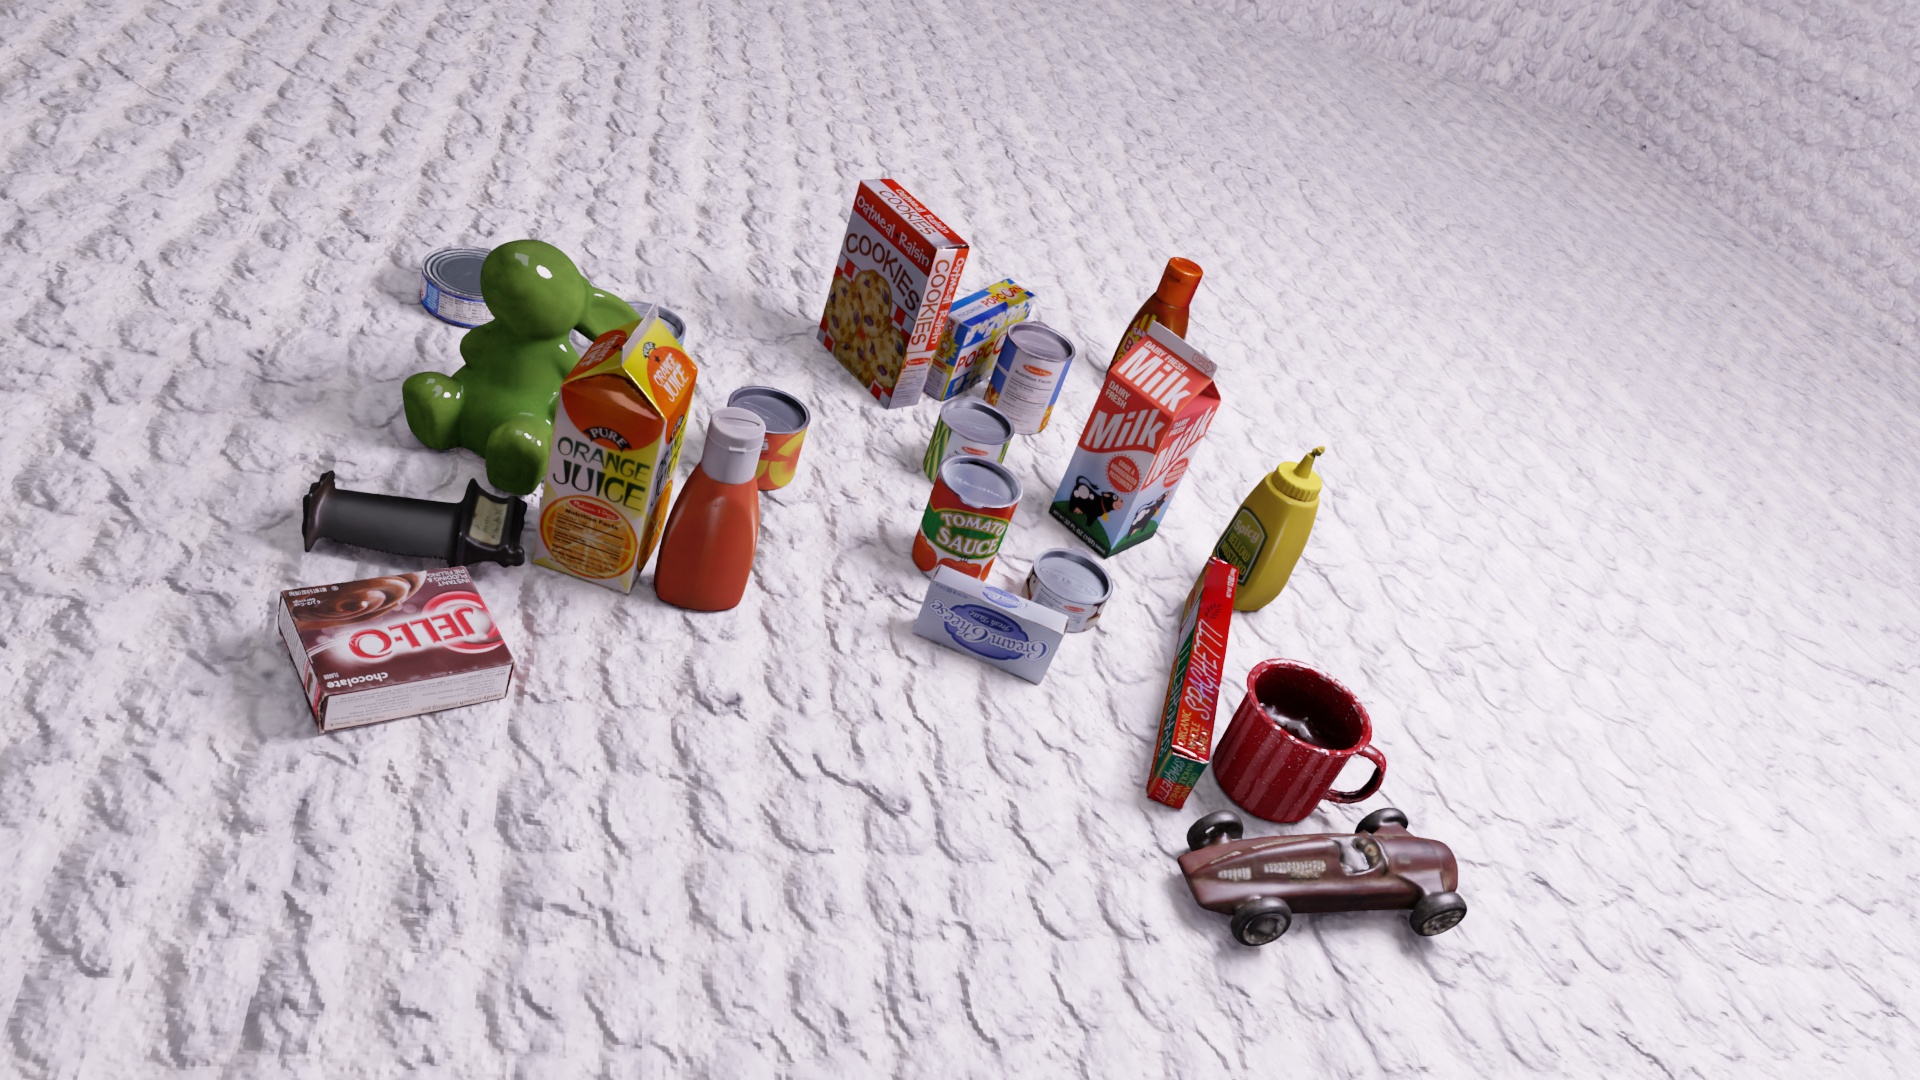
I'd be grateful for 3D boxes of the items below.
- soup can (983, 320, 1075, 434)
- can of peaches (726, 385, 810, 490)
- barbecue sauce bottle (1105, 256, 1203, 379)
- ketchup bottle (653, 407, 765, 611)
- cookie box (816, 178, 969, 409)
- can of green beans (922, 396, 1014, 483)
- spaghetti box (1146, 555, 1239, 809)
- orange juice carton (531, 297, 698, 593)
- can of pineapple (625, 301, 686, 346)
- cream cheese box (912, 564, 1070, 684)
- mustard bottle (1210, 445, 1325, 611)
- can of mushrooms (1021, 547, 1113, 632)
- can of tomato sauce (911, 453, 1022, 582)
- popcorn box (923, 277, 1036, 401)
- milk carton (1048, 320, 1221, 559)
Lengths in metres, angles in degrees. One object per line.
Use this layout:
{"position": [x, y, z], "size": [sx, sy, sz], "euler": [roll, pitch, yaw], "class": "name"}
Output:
{"position": [0.063, -0.152, 1.290], "size": [0.071, 0.083, 0.072], "euler": [14, 35, -10], "class": "soup can"}
{"position": [-0.159, -0.080, 1.103], "size": [0.071, 0.057, 0.071], "euler": [14, 35, -10], "class": "can of peaches"}
{"position": [0.197, -0.208, 1.379], "size": [0.065, 0.147, 0.044], "euler": [39, 39, 25], "class": "barbecue sauce bottle"}
{"position": [-0.165, -0.019, 0.939], "size": [0.065, 0.148, 0.044], "euler": [8, 37, -18], "class": "ketchup bottle"}
{"position": [-0.063, -0.222, 1.248], "size": [0.040, 0.166, 0.123], "euler": [-13, 47, -39], "class": "cookie box"}
{"position": [0.006, -0.079, 1.187], "size": [0.071, 0.057, 0.071], "euler": [14, 35, -10], "class": "can of green beans"}
{"position": [0.176, 0.099, 1.039], "size": [0.029, 0.050, 0.251], "euler": [22, 35, 2], "class": "spaghetti box"}
{"position": [-0.229, -0.065, 0.929], "size": [0.073, 0.191, 0.072], "euler": [19, 35, -3], "class": "orange juice carton"}
{"position": [-0.265, -0.156, 1.151], "size": [0.071, 0.057, 0.071], "euler": [14, 35, -10], "class": "can of pineapple"}
{"position": [0.022, 0.061, 1.008], "size": [0.104, 0.053, 0.024], "euler": [22, 35, 2], "class": "cream cheese box"}
{"position": [0.257, -0.016, 1.139], "size": [0.049, 0.159, 0.065], "euler": [-2, 41, -30], "class": "mustard bottle"}
{"position": [0.084, 0.038, 1.090], "size": [0.071, 0.033, 0.071], "euler": [14, 35, -10], "class": "can of mushrooms"}
{"position": [0.004, -0.013, 1.074], "size": [0.071, 0.082, 0.071], "euler": [14, 35, -10], "class": "can of tomato sauce"}
{"position": [0.014, -0.191, 1.318], "size": [0.038, 0.084, 0.127], "euler": [33, 37, 17], "class": "popcorn box"}
{"position": [0.150, -0.085, 1.151], "size": [0.072, 0.189, 0.074], "euler": [40, 39, 26], "class": "milk carton"}
